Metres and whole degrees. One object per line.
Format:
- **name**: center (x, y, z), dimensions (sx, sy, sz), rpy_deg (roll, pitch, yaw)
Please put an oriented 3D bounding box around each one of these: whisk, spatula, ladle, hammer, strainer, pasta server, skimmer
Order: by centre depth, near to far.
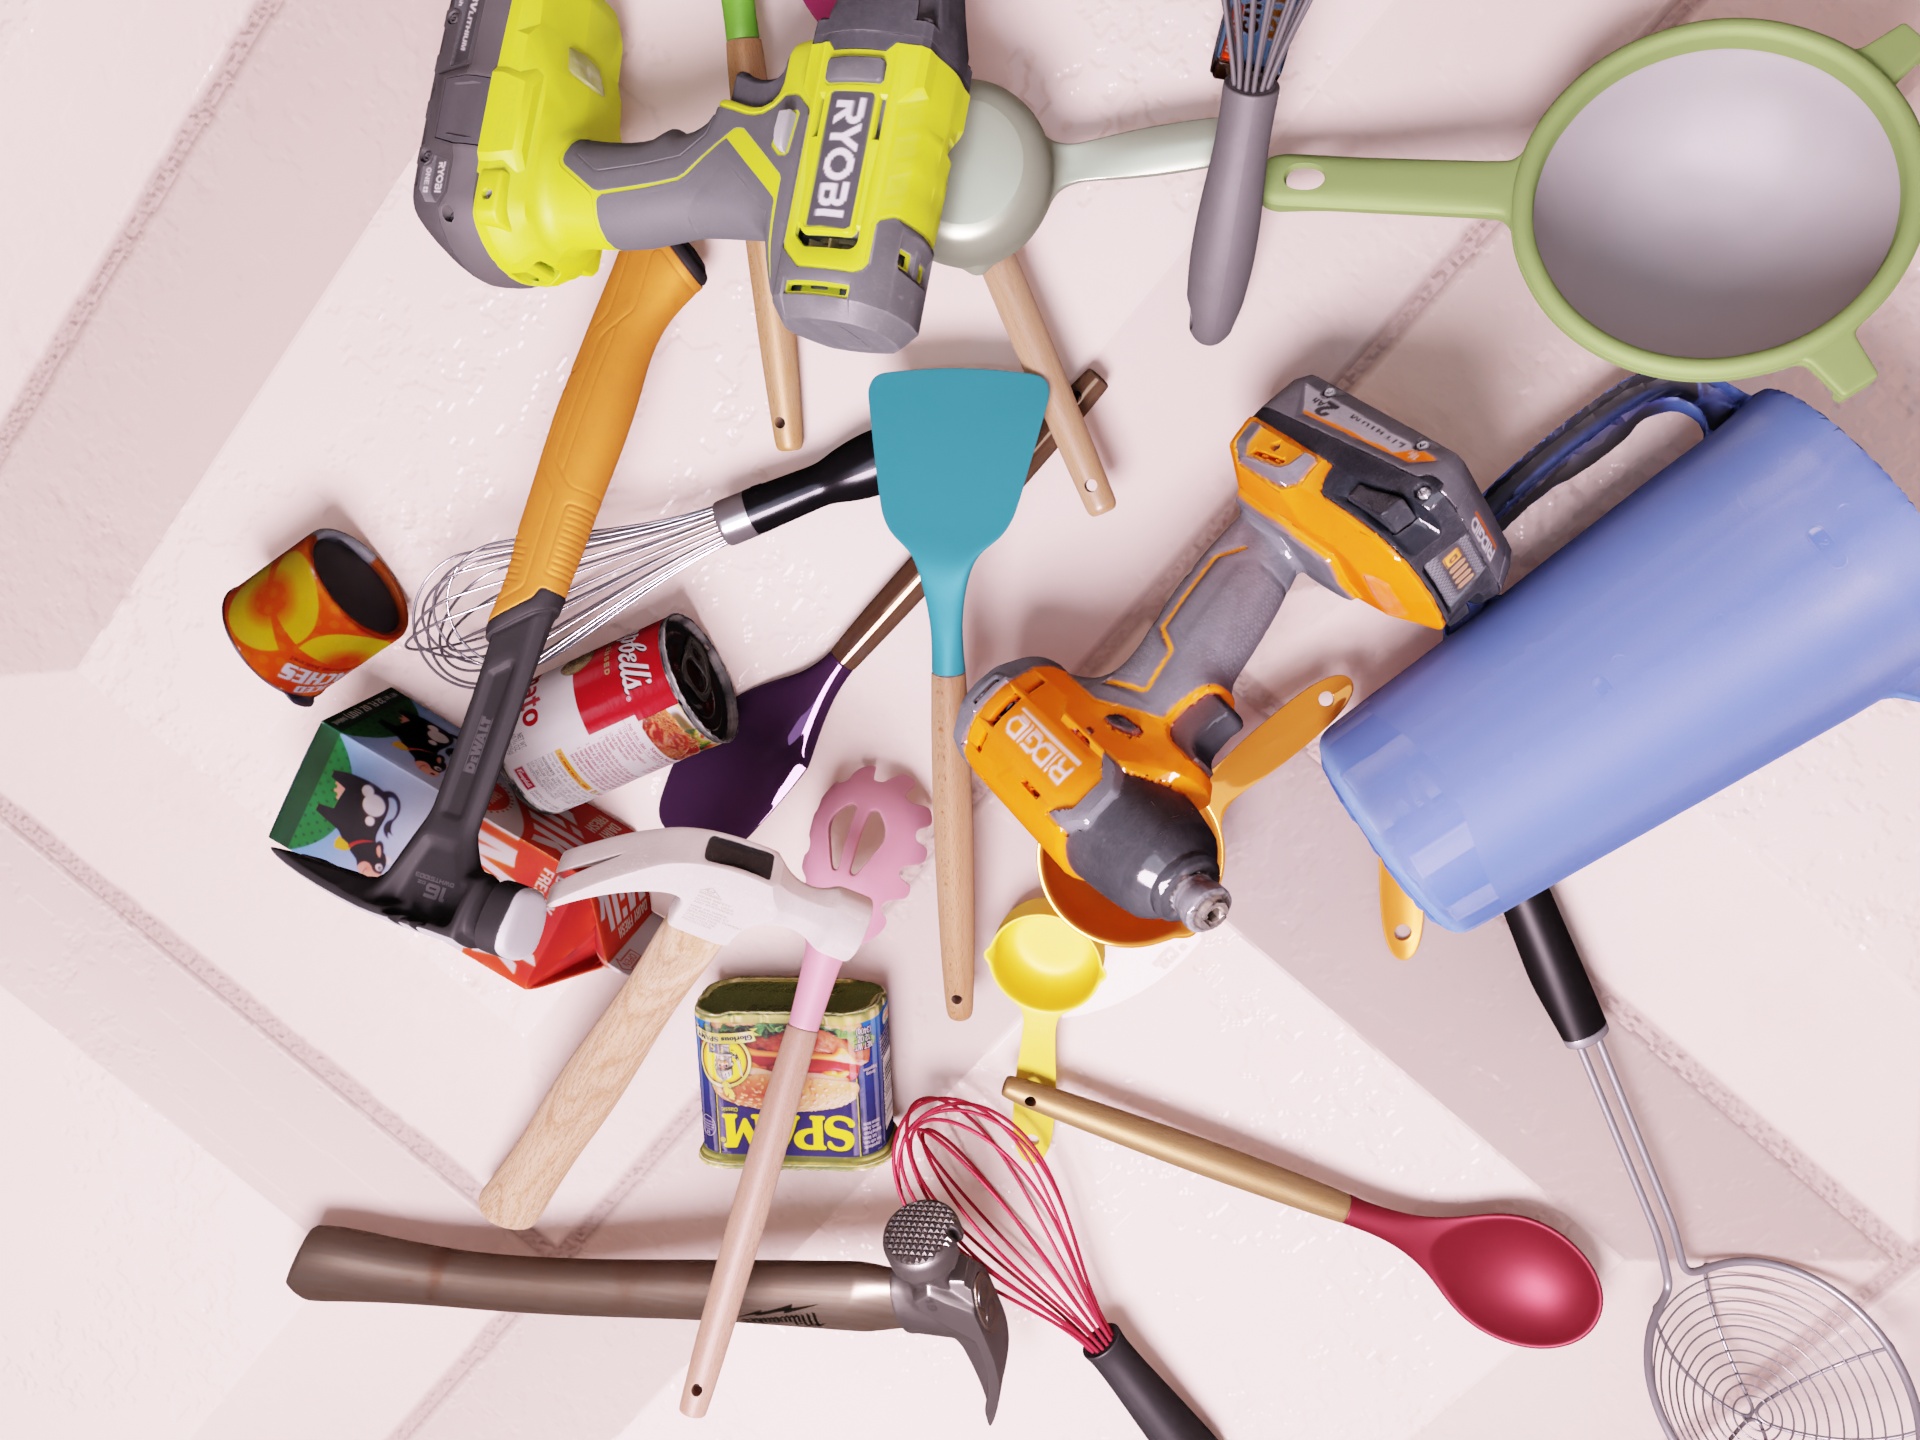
- **whisk**: center (0.115, -0.255, 0.638), dimensions (0.055, 0.055, 0.238), rpy_deg (9, 137, 6)
- **strainer**: center (0.254, -0.209, 0.667), dimensions (0.256, 0.069, 0.151), rpy_deg (10, 83, 20)
- **hammer**: center (-0.194, -0.070, 0.714), dimensions (0.127, 0.034, 0.337), rpy_deg (15, 80, 19)
- **skimmer**: center (0.337, 0.204, 0.745), dimensions (0.127, 0.090, 0.363), rpy_deg (-27, 97, -19)
- **spatula**: center (-0.001, -0.002, 0.750), dimensions (0.082, 0.044, 0.317), rpy_deg (2, 111, 9)
- **whisk**: center (-0.136, -0.085, 0.759), dimensions (0.284, 0.070, 0.070), rpy_deg (-21, 100, 8)
- **pasta server**: center (-0.081, 0.174, 0.765), dimensions (0.060, 0.040, 0.316), rpy_deg (15, 85, 11)
- **spatula**: center (-0.042, -0.049, 0.773), dimensions (0.316, 0.018, 0.060), rpy_deg (-46, 77, 16)
- **hammer**: center (-0.173, 0.163, 0.780), dimensions (0.130, 0.031, 0.331), rpy_deg (25, 128, -16)
- **ladle**: center (0.170, 0.239, 0.803), dimensions (0.315, 0.031, 0.069), rpy_deg (20, 106, 1)
- **whisk**: center (0.063, 0.309, 0.830), dimensions (0.073, 0.073, 0.295), rpy_deg (-34, 102, 15)
- **hammer**: center (-0.177, 0.308, 0.847), dimensions (0.410, 0.038, 0.146), rpy_deg (-4, 127, 19)

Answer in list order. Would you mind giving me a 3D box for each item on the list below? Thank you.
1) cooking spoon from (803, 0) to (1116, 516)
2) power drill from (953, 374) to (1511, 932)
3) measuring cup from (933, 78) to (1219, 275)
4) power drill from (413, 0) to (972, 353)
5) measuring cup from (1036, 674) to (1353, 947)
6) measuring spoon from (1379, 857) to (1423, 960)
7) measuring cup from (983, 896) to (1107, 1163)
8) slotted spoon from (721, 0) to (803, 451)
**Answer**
- **cooking spoon**: center (0.002, -0.240, 0.710), dimensions (0.069, 0.017, 0.319), rpy_deg (-23, 95, 10)
- **power drill**: center (0.117, -0.022, 0.667), dimensions (0.226, 0.164, 0.084), rpy_deg (-45, 133, 3)
- **measuring cup**: center (0.046, -0.240, 0.676), dimensions (0.167, 0.038, 0.083), rpy_deg (-6, 97, 6)
- **power drill**: center (-0.107, -0.251, 0.663), dimensions (0.223, 0.080, 0.171), rpy_deg (11, 90, 22)
- **measuring cup**: center (0.112, 0.033, 0.757), dimensions (0.173, 0.052, 0.095), rpy_deg (-39, 95, 6)
- **measuring spoon**: center (0.211, 0.062, 0.770), dimensions (0.021, 0.011, 0.117), rpy_deg (-6, 107, 5)
- **measuring cup**: center (0.042, 0.159, 0.815), dimensions (0.062, 0.029, 0.156), rpy_deg (8, 117, 11)
- **slotted spoon**: center (-0.097, -0.279, 0.718), dimensions (0.070, 0.031, 0.313), rpy_deg (2, 108, 26)
